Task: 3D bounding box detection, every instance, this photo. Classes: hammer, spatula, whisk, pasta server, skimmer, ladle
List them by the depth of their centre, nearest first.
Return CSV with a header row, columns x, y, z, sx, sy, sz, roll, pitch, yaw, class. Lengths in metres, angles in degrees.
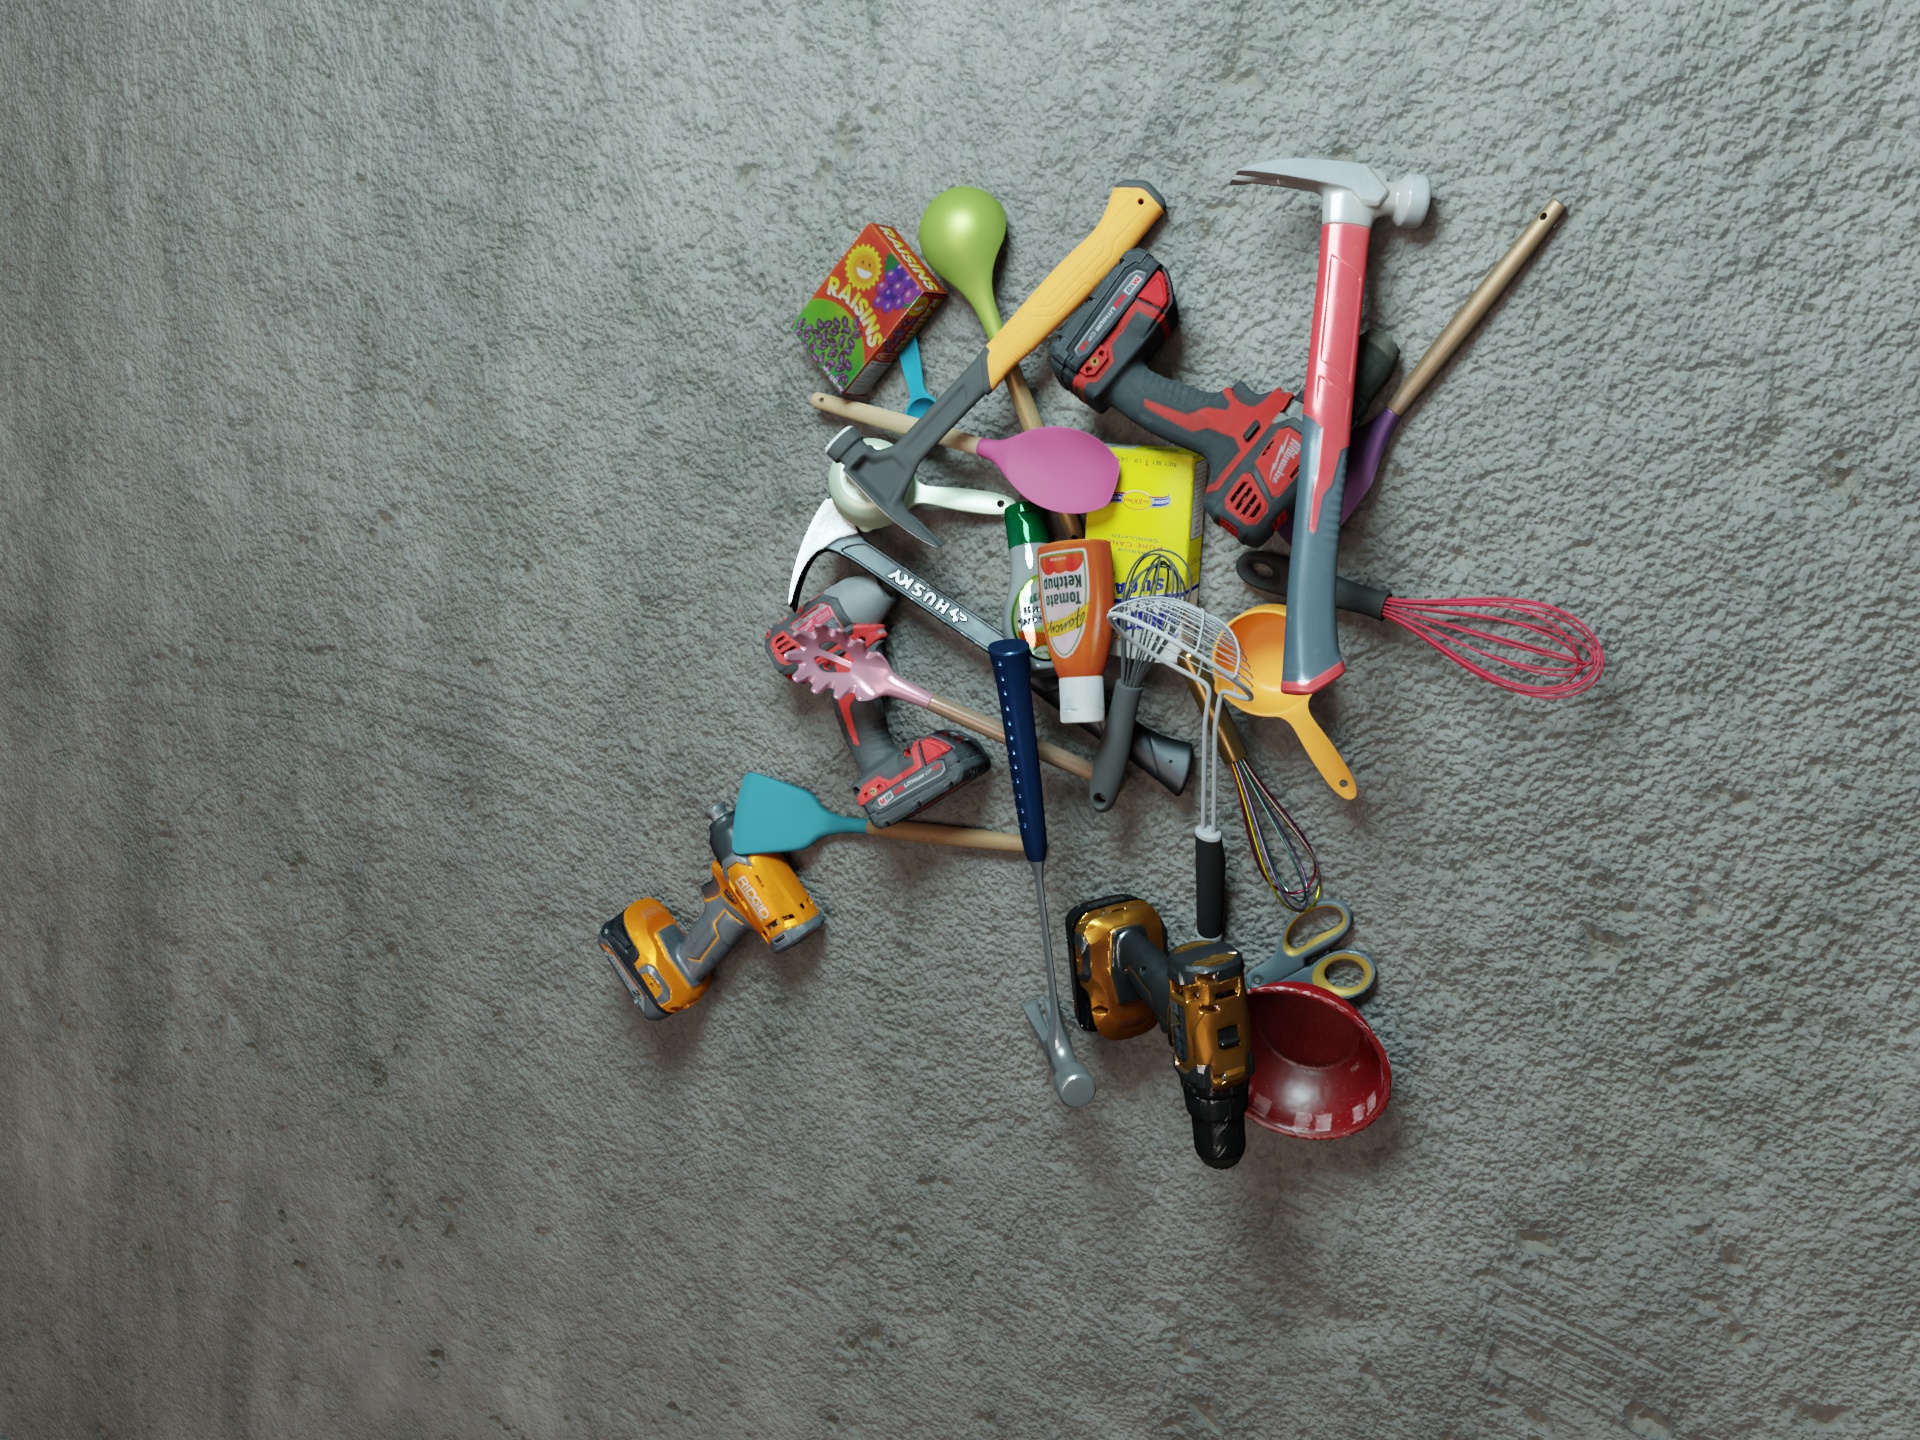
x,y,z,sx,sy,sz,roll,pitch,yaw,class
0.251,-0.212,1.159,0.143,0.038,0.386,6,90,-3,hammer
0.343,-0.256,1.204,0.315,0.018,0.060,-54,56,28,spatula
0.349,-0.084,1.234,0.296,0.073,0.073,21,114,29,whisk
0.180,0.057,1.284,0.127,0.090,0.363,29,138,40,skimmer
0.044,-0.297,1.293,0.127,0.034,0.337,45,104,0,hammer
0.143,-0.028,1.313,0.055,0.055,0.238,22,117,21,whisk
0.241,0.050,1.325,0.047,0.051,0.245,-26,98,0,whisk
0.048,-0.294,1.345,0.078,0.062,0.320,-18,103,23,ladle
0.064,0.125,1.376,0.035,0.144,0.405,-11,109,-8,hammer
-0.002,-0.004,1.386,0.316,0.040,0.060,24,99,2,pasta server
0.030,-0.062,1.393,0.409,0.036,0.149,35,85,9,hammer
-0.069,0.104,1.515,0.317,0.044,0.082,4,79,25,spatula

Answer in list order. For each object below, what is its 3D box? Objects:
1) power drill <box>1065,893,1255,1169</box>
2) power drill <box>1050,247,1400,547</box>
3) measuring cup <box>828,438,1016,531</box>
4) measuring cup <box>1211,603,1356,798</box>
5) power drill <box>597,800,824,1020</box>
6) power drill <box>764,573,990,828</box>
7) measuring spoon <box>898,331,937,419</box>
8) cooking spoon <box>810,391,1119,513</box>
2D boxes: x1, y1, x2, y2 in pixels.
x,y,z,sx,sy,sz,roll,pitch,yaw,class
0.173,0.255,1.339,0.226,0.084,0.185,-155,56,-66,power drill
0.204,-0.267,1.226,0.227,0.080,0.188,40,95,12,power drill
-0.034,-0.202,1.384,0.167,0.038,0.083,9,80,7,measuring cup
0.275,-0.016,1.293,0.095,0.052,0.173,-32,92,26,measuring cup
-0.263,0.193,1.625,0.226,0.084,0.164,-35,87,27,power drill
-0.073,-0.024,1.458,0.143,0.078,0.220,-33,84,20,power drill
-0.036,-0.306,1.397,0.042,0.021,0.128,-12,90,35,measuring spoon
-0.003,-0.240,1.360,0.319,0.017,0.068,21,100,29,cooking spoon
